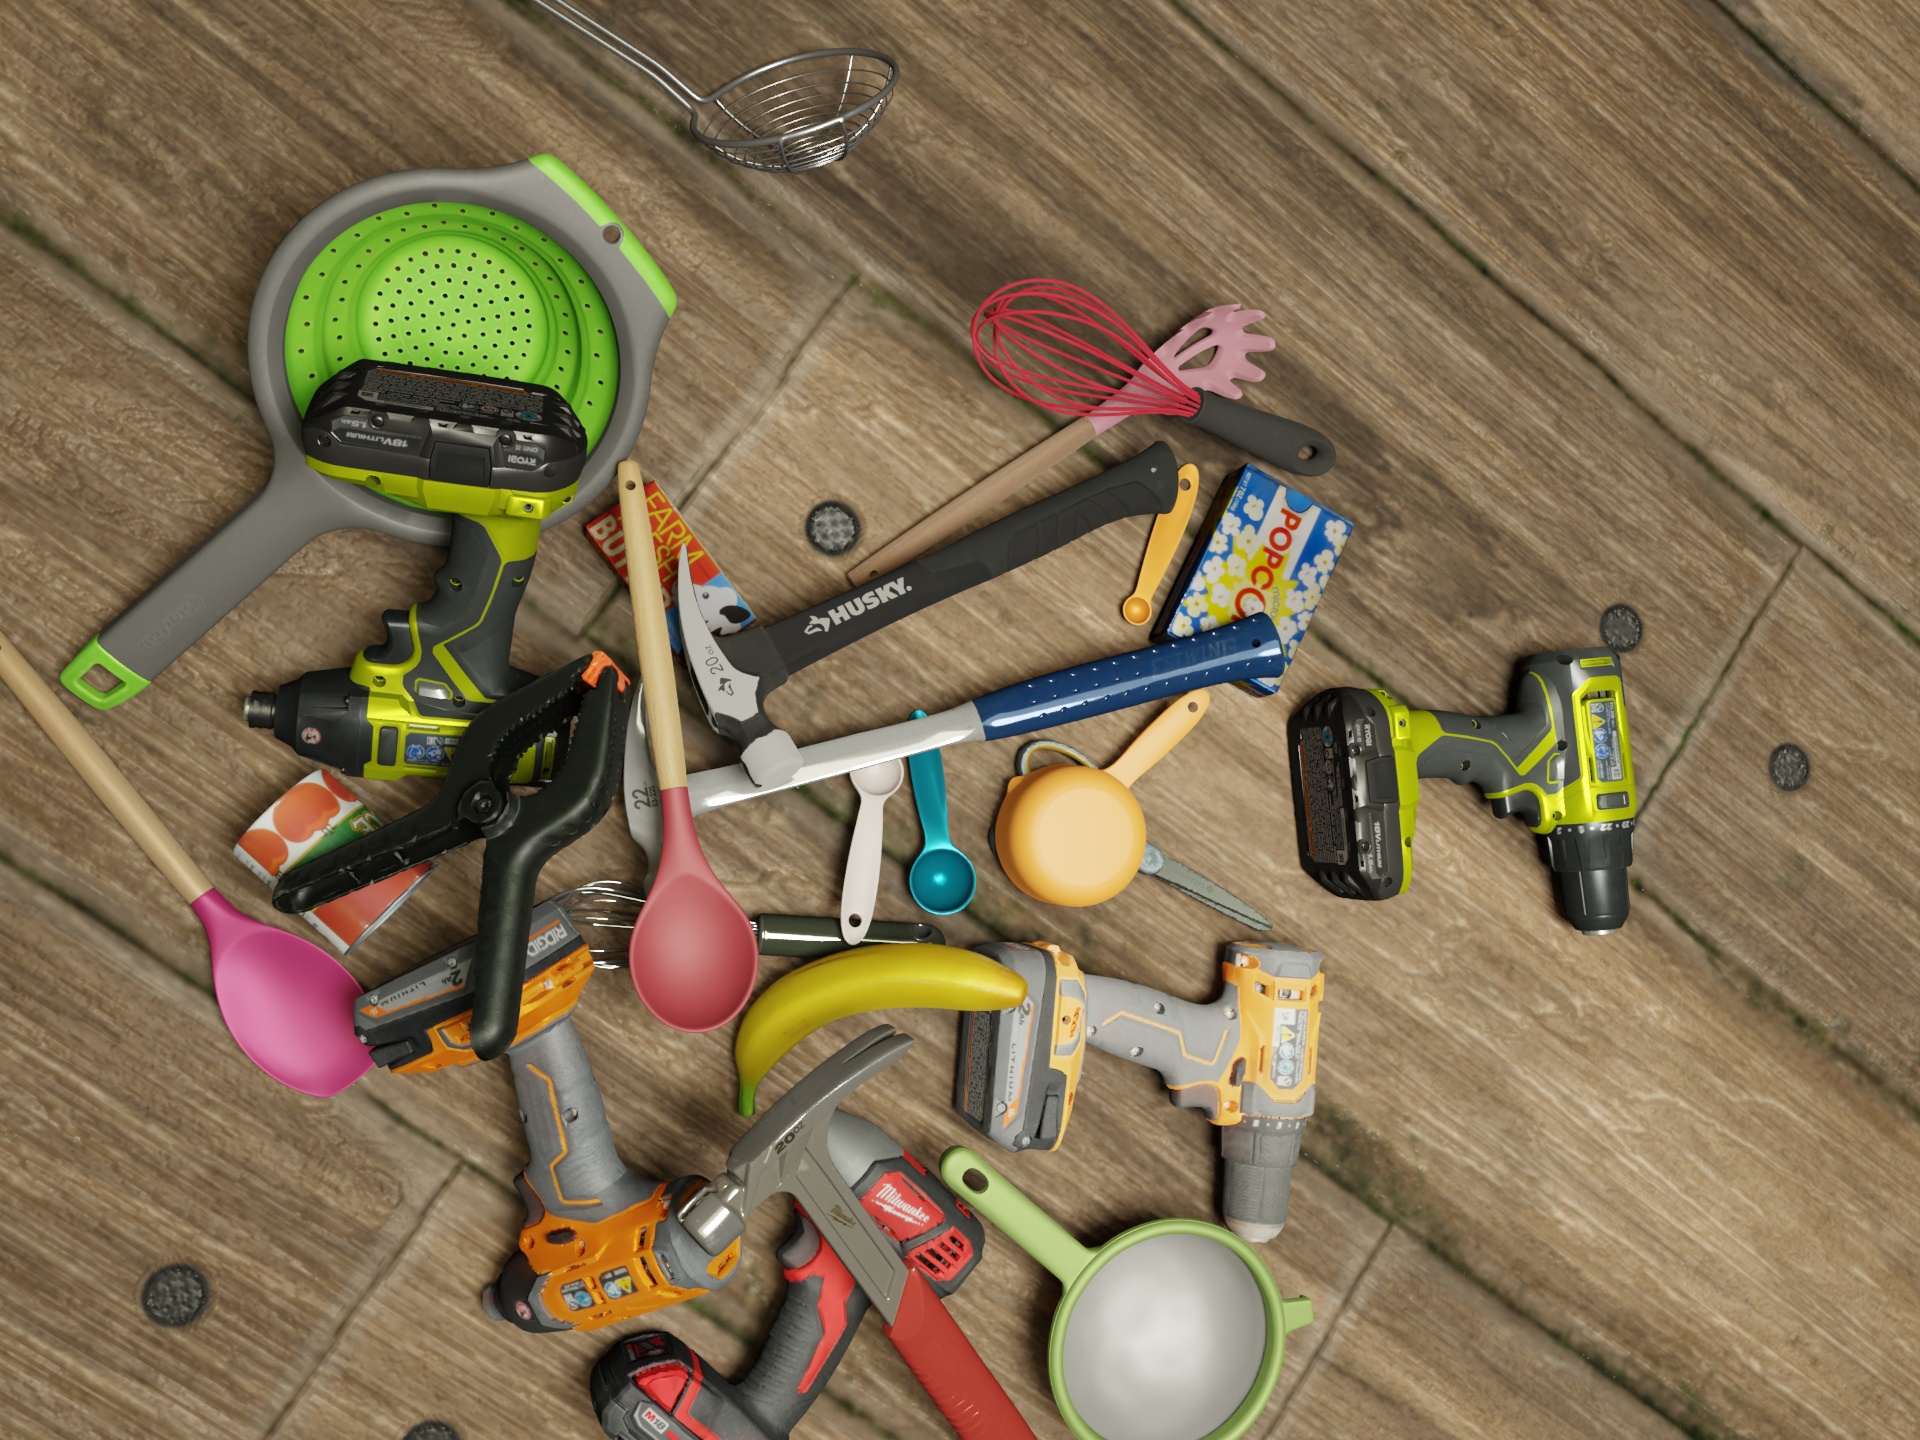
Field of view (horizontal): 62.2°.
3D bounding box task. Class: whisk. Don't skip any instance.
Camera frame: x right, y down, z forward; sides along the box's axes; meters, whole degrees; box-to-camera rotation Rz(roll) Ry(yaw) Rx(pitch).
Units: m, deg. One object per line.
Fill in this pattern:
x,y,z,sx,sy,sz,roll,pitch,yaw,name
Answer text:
0.129,-0.200,0.977,0.295,0.073,0.073,13,84,-34,whisk
-0.127,0.127,0.944,0.246,0.058,0.059,6,120,-16,whisk

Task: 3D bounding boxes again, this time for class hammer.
-0.010,-0.093,0.947,0.335,0.035,0.146,-27,74,-19,hammer
-0.002,-0.003,0.950,0.405,0.035,0.144,-15,72,-11,hammer
-0.011,0.342,0.897,0.149,0.037,0.358,-40,118,-21,hammer

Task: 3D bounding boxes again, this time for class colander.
-0.341,-0.155,0.884,0.397,0.095,0.204,-39,123,5,colander

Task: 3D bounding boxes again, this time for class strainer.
0.079,0.336,0.963,0.256,0.069,0.151,42,81,-10,strainer

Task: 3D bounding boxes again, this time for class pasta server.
0.063,-0.170,1.006,0.316,0.040,0.060,-35,121,-11,pasta server

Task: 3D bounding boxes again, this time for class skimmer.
-0.211,-0.432,0.927,0.363,0.090,0.127,30,48,-8,skimmer

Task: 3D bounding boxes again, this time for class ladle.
-0.162,0.012,0.871,0.069,0.031,0.315,-7,85,-13,ladle

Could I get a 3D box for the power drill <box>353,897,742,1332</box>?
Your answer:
-0.237,0.230,0.874,0.164,0.084,0.226,-26,93,23,power drill

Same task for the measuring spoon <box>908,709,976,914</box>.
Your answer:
-0.019,0.057,0.988,0.042,0.021,0.129,-6,79,-13,measuring spoon

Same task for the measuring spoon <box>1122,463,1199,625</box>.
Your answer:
0.130,-0.115,1.035,0.021,0.011,0.117,24,78,-12,measuring spoon

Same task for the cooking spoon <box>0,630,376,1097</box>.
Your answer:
-0.437,0.077,0.881,0.069,0.017,0.319,-38,97,-13,cooking spoon

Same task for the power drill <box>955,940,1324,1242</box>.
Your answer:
0.115,0.225,0.979,0.226,0.084,0.185,6,87,-18,power drill

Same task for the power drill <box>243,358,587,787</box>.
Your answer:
-0.288,-0.069,0.850,0.171,0.080,0.223,6,119,-17,power drill

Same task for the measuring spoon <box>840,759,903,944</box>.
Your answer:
-0.059,0.075,0.963,0.034,0.018,0.124,12,73,-16,measuring spoon

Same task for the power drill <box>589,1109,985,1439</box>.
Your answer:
-0.103,0.334,0.920,0.143,0.078,0.220,46,75,-9,power drill

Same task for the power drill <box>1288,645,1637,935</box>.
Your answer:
0.341,0.054,1.042,0.228,0.080,0.190,-5,88,-16,power drill

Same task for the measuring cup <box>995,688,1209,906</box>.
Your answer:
0.099,0.041,0.976,0.173,0.052,0.095,-44,97,-8,measuring cup
